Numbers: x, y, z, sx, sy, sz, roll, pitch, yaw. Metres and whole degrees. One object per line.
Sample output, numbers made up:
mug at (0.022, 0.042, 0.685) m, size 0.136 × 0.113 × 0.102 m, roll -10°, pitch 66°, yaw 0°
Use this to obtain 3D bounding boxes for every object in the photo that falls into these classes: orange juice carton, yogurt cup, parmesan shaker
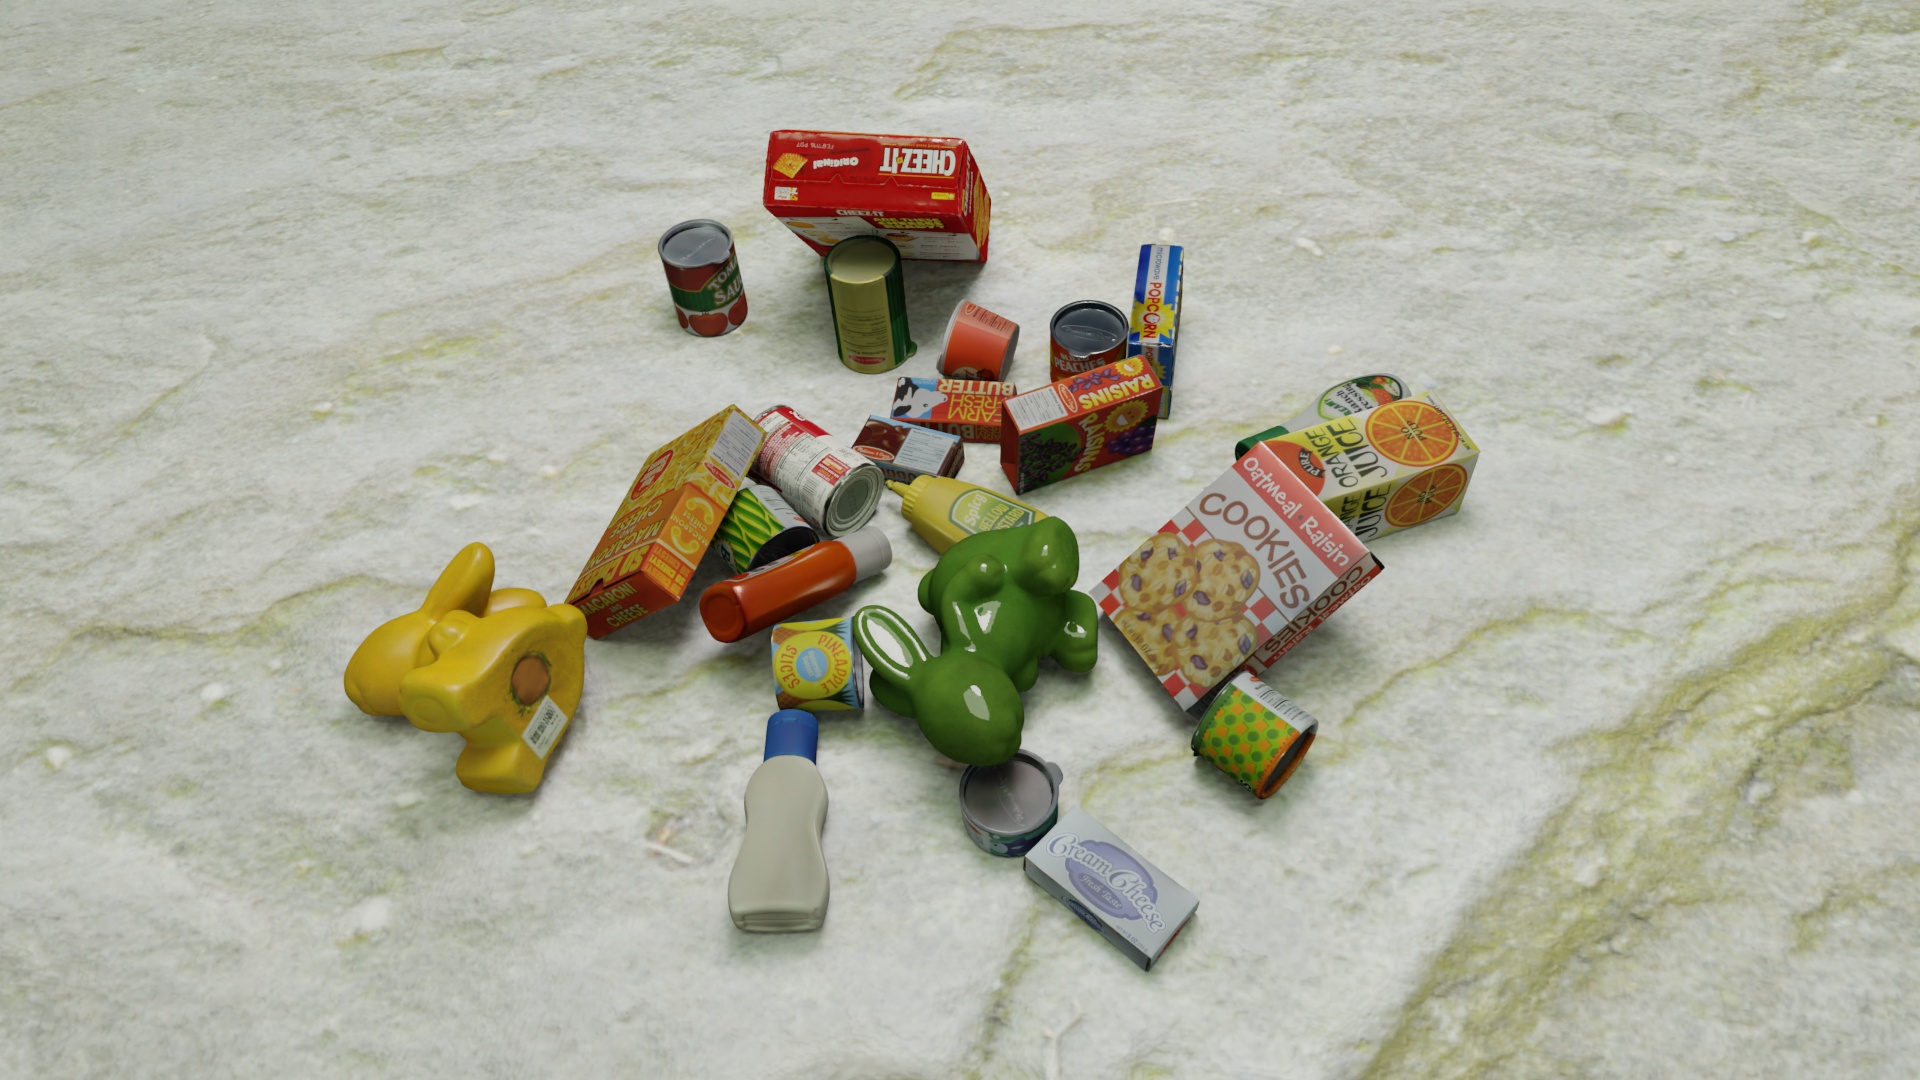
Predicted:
orange juice carton at (0.287, -0.043, 1.062) m, size 0.193 × 0.072 × 0.072 m, roll -17°, pitch 52°, yaw -9°
yogurt cup at (0.017, -0.166, 1.188) m, size 0.054 × 0.072 × 0.073 m, roll 19°, pitch 54°, yaw 8°
parmesan shaker at (-0.076, -0.204, 1.198) m, size 0.071 × 0.102 × 0.072 m, roll -2°, pitch 51°, yaw 2°

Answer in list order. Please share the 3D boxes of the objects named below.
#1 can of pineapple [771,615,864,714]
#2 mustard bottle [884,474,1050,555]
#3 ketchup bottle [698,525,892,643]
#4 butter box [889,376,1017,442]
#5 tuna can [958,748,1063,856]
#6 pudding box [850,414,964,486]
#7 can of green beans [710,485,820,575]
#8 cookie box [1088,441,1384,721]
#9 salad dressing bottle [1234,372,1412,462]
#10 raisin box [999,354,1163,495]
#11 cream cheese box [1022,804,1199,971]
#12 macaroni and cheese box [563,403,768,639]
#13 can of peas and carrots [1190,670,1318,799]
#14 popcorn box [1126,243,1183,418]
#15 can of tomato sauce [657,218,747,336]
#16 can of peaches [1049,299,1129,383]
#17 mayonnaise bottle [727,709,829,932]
can of pineapple at (-0.100, 0.089, 0.982) m, size 0.058 × 0.070 × 0.071 m, roll -6°, pitch 51°, yaw 0°
mustard bottle at (0.004, -0.013, 1.072) m, size 0.160 × 0.048 × 0.065 m, roll 26°, pitch 55°, yaw 23°
ketchup bottle at (-0.116, 0.029, 1.024) m, size 0.149 × 0.064 × 0.043 m, roll -24°, pitch 89°, yaw -39°
butter box at (-0.005, -0.110, 1.167) m, size 0.103 × 0.024 × 0.053 m, roll 4°, pitch 51°, yaw 7°
tuna can at (0.035, 0.174, 0.927) m, size 0.071 × 0.032 × 0.071 m, roll -2°, pitch 51°, yaw 2°
pudding box at (-0.044, -0.069, 1.133) m, size 0.084 × 0.030 × 0.050 m, roll 15°, pitch 54°, yaw 15°
can of green beans at (-0.151, 0.000, 1.060) m, size 0.071 × 0.071 × 0.058 m, roll -33°, pitch 55°, yaw -21°
cookie box at (0.193, 0.028, 0.986) m, size 0.167 × 0.040 × 0.123 m, roll -42°, pitch 54°, yaw 8°
salad dressing bottle at (0.292, -0.089, 1.118) m, size 0.148 × 0.043 × 0.064 m, roll -23°, pitch 52°, yaw -14°
raisin box at (0.095, -0.092, 1.106) m, size 0.123 × 0.085 × 0.040 m, roll -19°, pitch 58°, yaw -11°
cream cheese box at (0.096, 0.221, 0.890) m, size 0.104 × 0.024 × 0.053 m, roll 34°, pitch 59°, yaw 27°
macaroni and cheese box at (-0.225, -0.014, 1.049) m, size 0.123 × 0.040 × 0.167 m, roll -23°, pitch 35°, yaw 43°
can of peas and carrots at (0.196, 0.133, 0.931) m, size 0.059 × 0.070 × 0.071 m, roll 35°, pitch 61°, yaw 27°
popcorn box at (0.165, -0.178, 1.173) m, size 0.038 × 0.084 × 0.127 m, roll 5°, pitch 52°, yaw 9°
can of tomato sauce at (-0.228, -0.234, 1.245) m, size 0.071 × 0.082 × 0.071 m, roll -2°, pitch 51°, yaw 2°
can of peaches at (0.108, -0.159, 1.179) m, size 0.071 × 0.057 × 0.071 m, roll -1°, pitch 51°, yaw 2°
mayonnaise bottle at (-0.116, 0.184, 0.924) m, size 0.065 × 0.041 × 0.149 m, roll -1°, pitch 50°, yaw 1°
